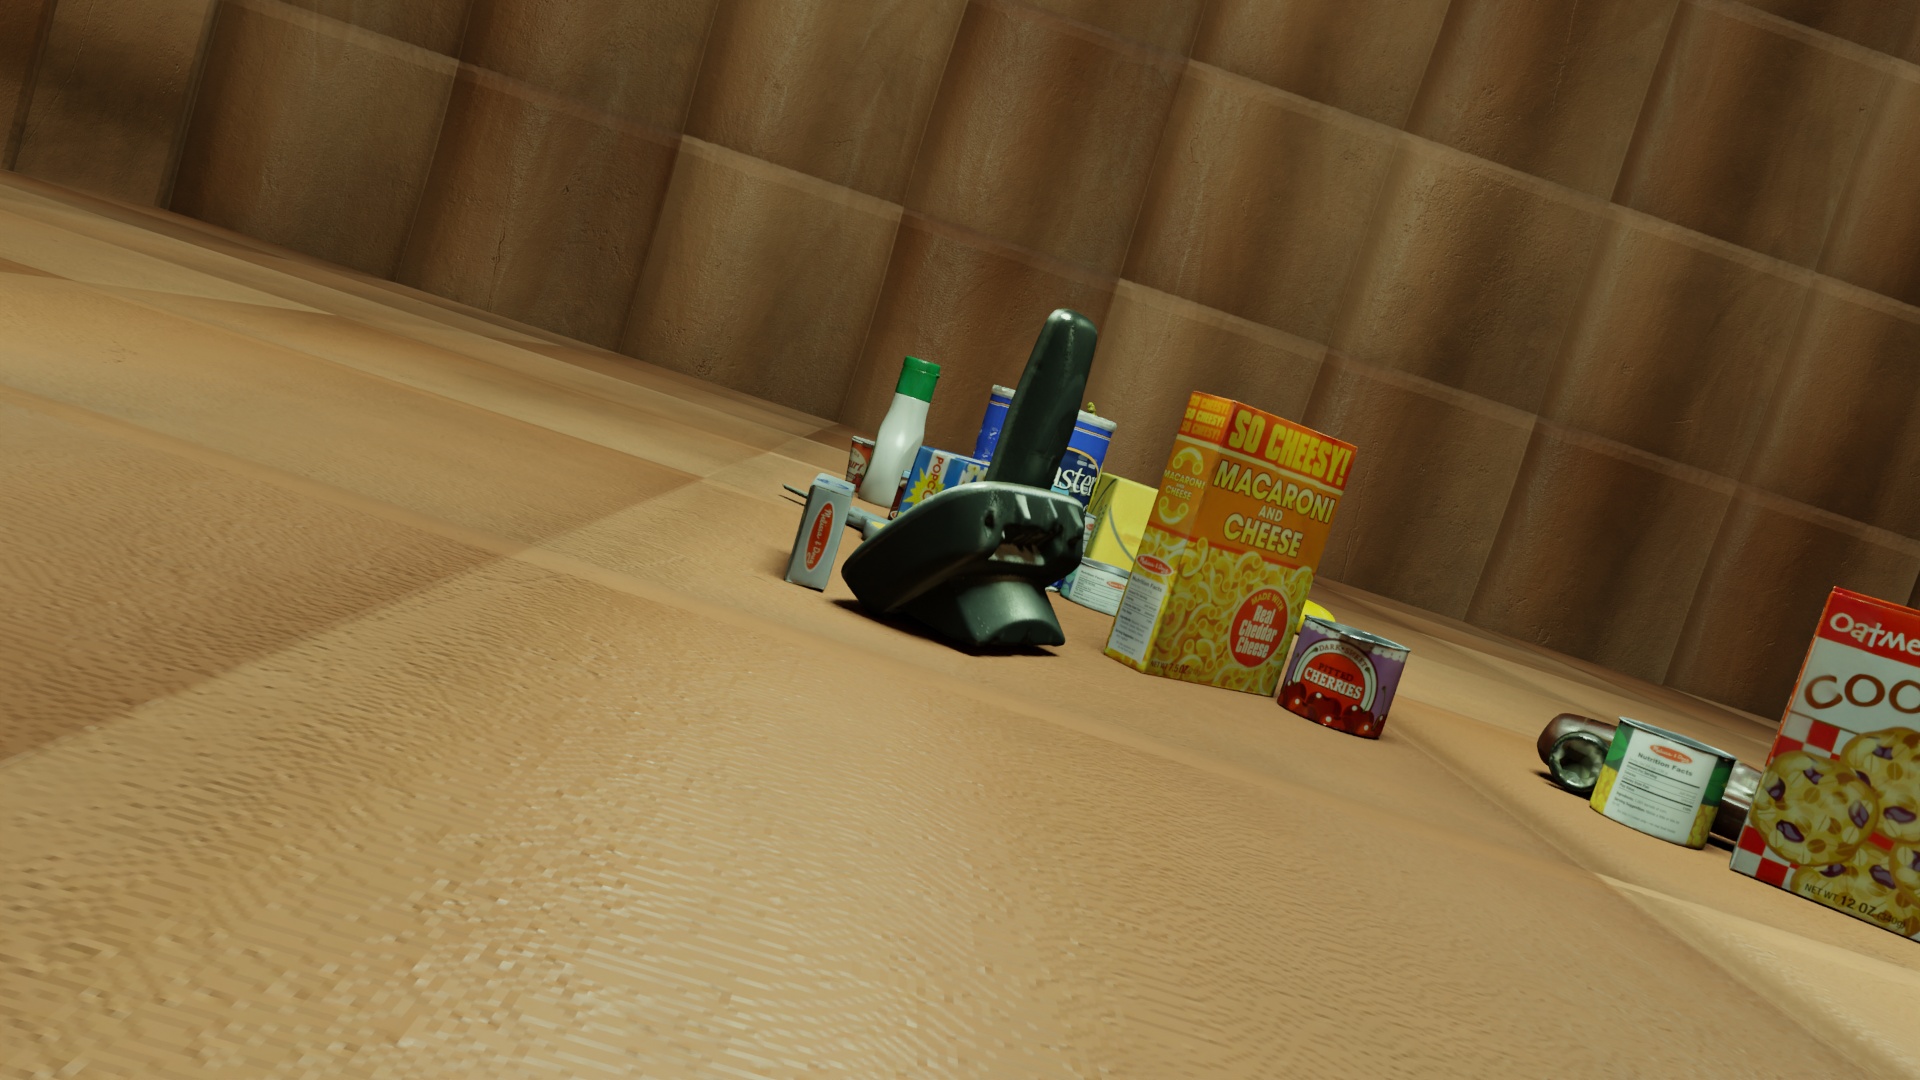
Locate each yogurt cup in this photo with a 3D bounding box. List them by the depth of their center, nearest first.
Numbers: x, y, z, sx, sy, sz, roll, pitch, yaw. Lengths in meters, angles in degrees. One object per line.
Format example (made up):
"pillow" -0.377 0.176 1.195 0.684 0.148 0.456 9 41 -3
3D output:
"yogurt cup" -0.087 -0.073 1.439 0.072 0.054 0.072 18 5 -1

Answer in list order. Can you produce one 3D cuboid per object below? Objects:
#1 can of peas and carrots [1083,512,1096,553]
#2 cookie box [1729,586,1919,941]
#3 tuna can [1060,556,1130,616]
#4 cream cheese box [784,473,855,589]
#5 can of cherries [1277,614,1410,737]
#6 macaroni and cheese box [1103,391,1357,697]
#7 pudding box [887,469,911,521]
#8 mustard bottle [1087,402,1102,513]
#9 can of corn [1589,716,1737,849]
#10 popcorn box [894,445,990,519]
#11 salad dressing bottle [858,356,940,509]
"can of peas and carrots" 0.082 -0.005 1.266 0.071 0.058 0.071 18 5 -1
"cookie box" 0.511 0.124 0.752 0.123 0.167 0.040 20 5 29
"tuna can" 0.113 0.037 1.075 0.071 0.033 0.071 18 5 -1
"cream cheese box" -0.078 -0.007 0.774 0.024 0.053 0.104 17 5 -5
"can of cherries" 0.233 0.083 0.852 0.071 0.058 0.071 18 5 -1
"macaroni and cheese box" 0.166 0.005 0.848 0.124 0.166 0.040 14 6 -39
"pudding box" -0.017 -0.026 1.204 0.084 0.049 0.030 21 5 30
"mustard bottle" 0.114 -0.062 1.409 0.049 0.160 0.065 15 5 -30
"can of corn" 0.421 0.145 0.833 0.071 0.058 0.071 18 5 -1
"popcorn box" 0.003 -0.012 0.923 0.038 0.085 0.127 20 5 26
"salad dressing bottle" -0.058 -0.105 1.360 0.044 0.147 0.064 19 5 12
